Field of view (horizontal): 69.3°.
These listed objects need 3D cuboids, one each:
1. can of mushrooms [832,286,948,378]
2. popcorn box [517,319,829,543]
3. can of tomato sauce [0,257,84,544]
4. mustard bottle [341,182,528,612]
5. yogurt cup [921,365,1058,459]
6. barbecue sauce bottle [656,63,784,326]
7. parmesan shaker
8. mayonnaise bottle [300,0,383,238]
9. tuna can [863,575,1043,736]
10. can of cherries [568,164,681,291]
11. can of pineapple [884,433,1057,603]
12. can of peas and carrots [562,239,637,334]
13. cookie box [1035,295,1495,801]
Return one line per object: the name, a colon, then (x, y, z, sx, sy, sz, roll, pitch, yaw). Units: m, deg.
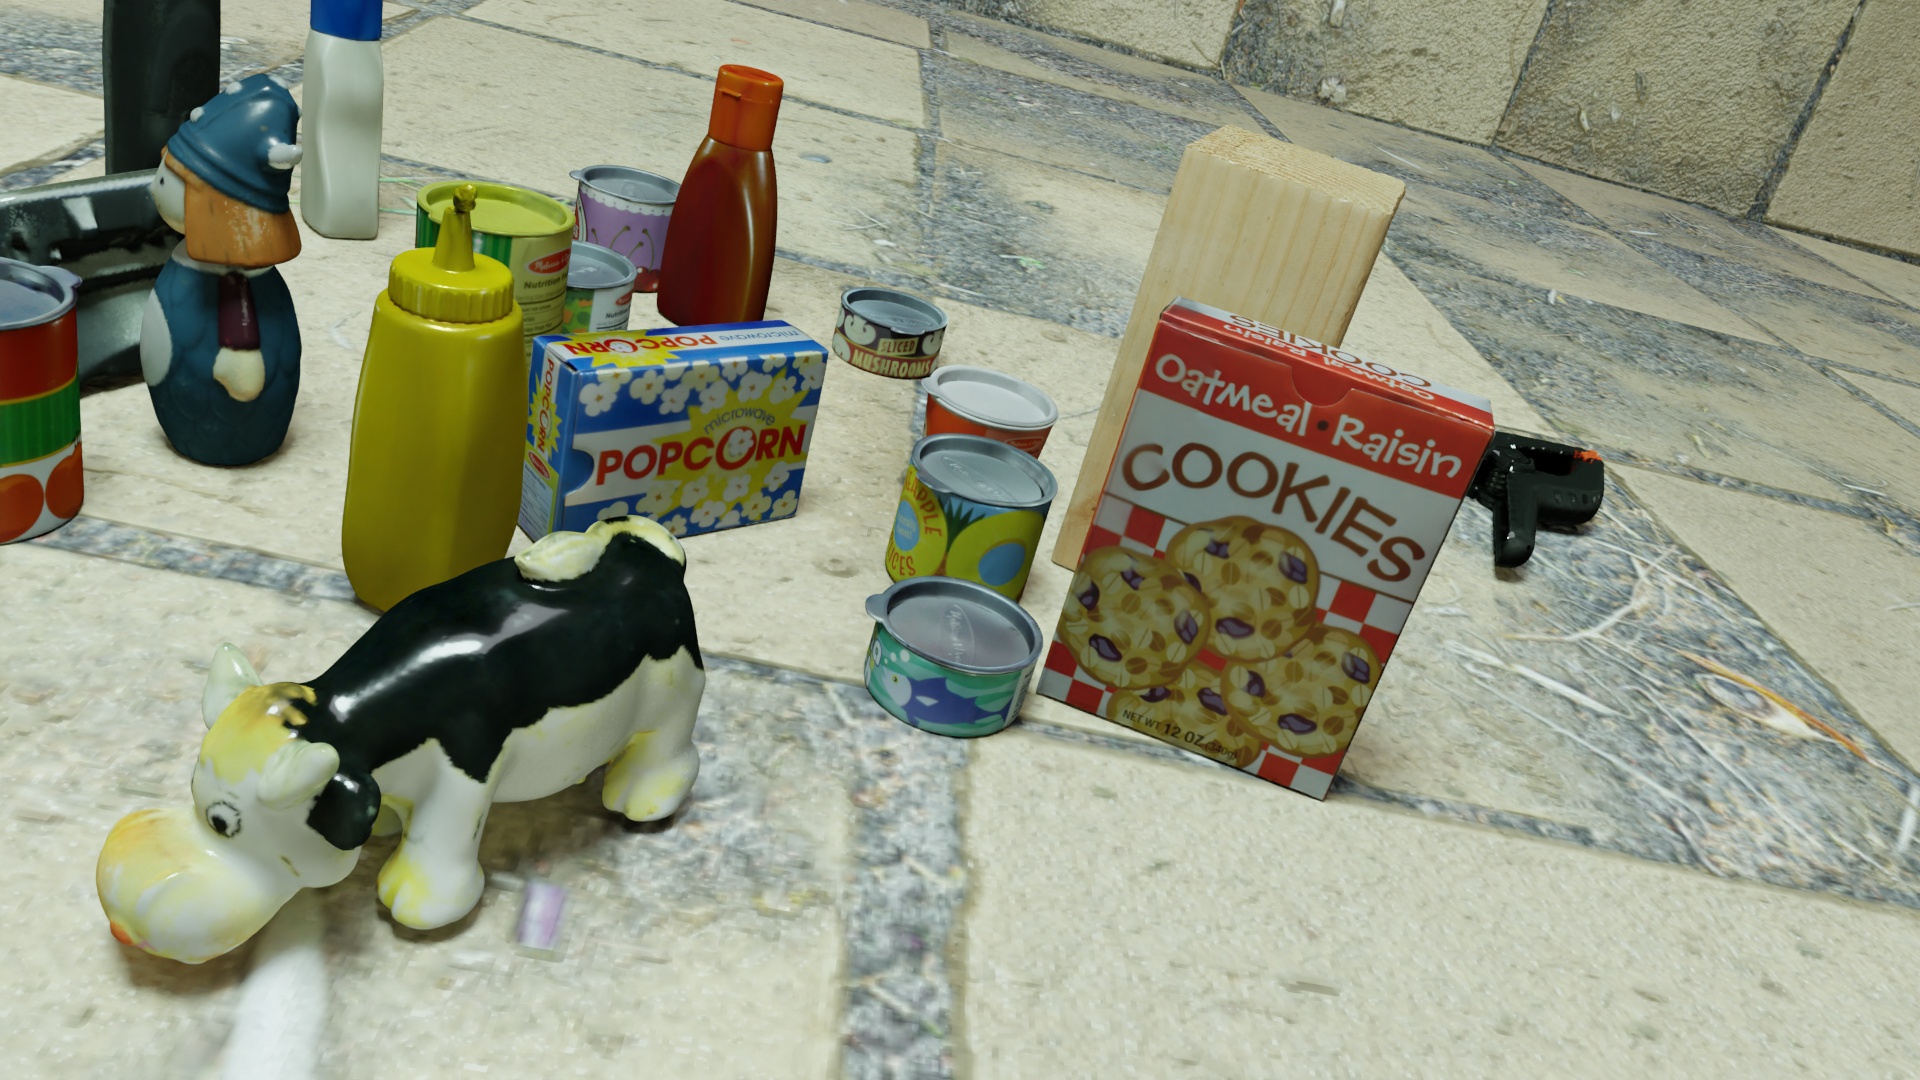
can of mushrooms: (-0.042, -0.125, 0.839, 0.071, 0.033, 0.071, 13, 27, -7)
popcorn box: (-0.121, -0.046, 0.593, 0.127, 0.084, 0.038, -13, 39, -43)
can of tomato sauce: (-0.344, -0.050, 0.484, 0.071, 0.082, 0.071, 13, 27, -7)
mustard bottle: (-0.181, -0.050, 0.487, 0.049, 0.159, 0.065, 18, 27, 3)
yogurt cup: (0.011, -0.051, 0.708, 0.072, 0.053, 0.073, 13, 27, -7)
barbecue sauce bottle: (-0.132, -0.192, 0.791, 0.065, 0.147, 0.044, 24, 28, 15)
parmesan shaker: (-0.216, -0.102, 0.627, 0.071, 0.102, 0.071, 13, 27, -7)
mayonnaise bottle: (-0.348, -0.250, 0.783, 0.041, 0.147, 0.065, -5, 34, -35)
tuna can: (-0.006, 0.044, 0.543, 0.071, 0.032, 0.071, 13, 27, -7)
can of cherries: (-0.205, -0.191, 0.848, 0.071, 0.058, 0.072, 13, 27, -7)
can of pineapple: (0.002, -0.008, 0.618, 0.071, 0.057, 0.071, 13, 27, -7)
can of peas and carrots: (-0.205, -0.117, 0.709, 0.071, 0.058, 0.071, 13, 27, -7)
cookie box: (0.112, 0.005, 0.533, 0.123, 0.166, 0.040, 20, 27, 8)
